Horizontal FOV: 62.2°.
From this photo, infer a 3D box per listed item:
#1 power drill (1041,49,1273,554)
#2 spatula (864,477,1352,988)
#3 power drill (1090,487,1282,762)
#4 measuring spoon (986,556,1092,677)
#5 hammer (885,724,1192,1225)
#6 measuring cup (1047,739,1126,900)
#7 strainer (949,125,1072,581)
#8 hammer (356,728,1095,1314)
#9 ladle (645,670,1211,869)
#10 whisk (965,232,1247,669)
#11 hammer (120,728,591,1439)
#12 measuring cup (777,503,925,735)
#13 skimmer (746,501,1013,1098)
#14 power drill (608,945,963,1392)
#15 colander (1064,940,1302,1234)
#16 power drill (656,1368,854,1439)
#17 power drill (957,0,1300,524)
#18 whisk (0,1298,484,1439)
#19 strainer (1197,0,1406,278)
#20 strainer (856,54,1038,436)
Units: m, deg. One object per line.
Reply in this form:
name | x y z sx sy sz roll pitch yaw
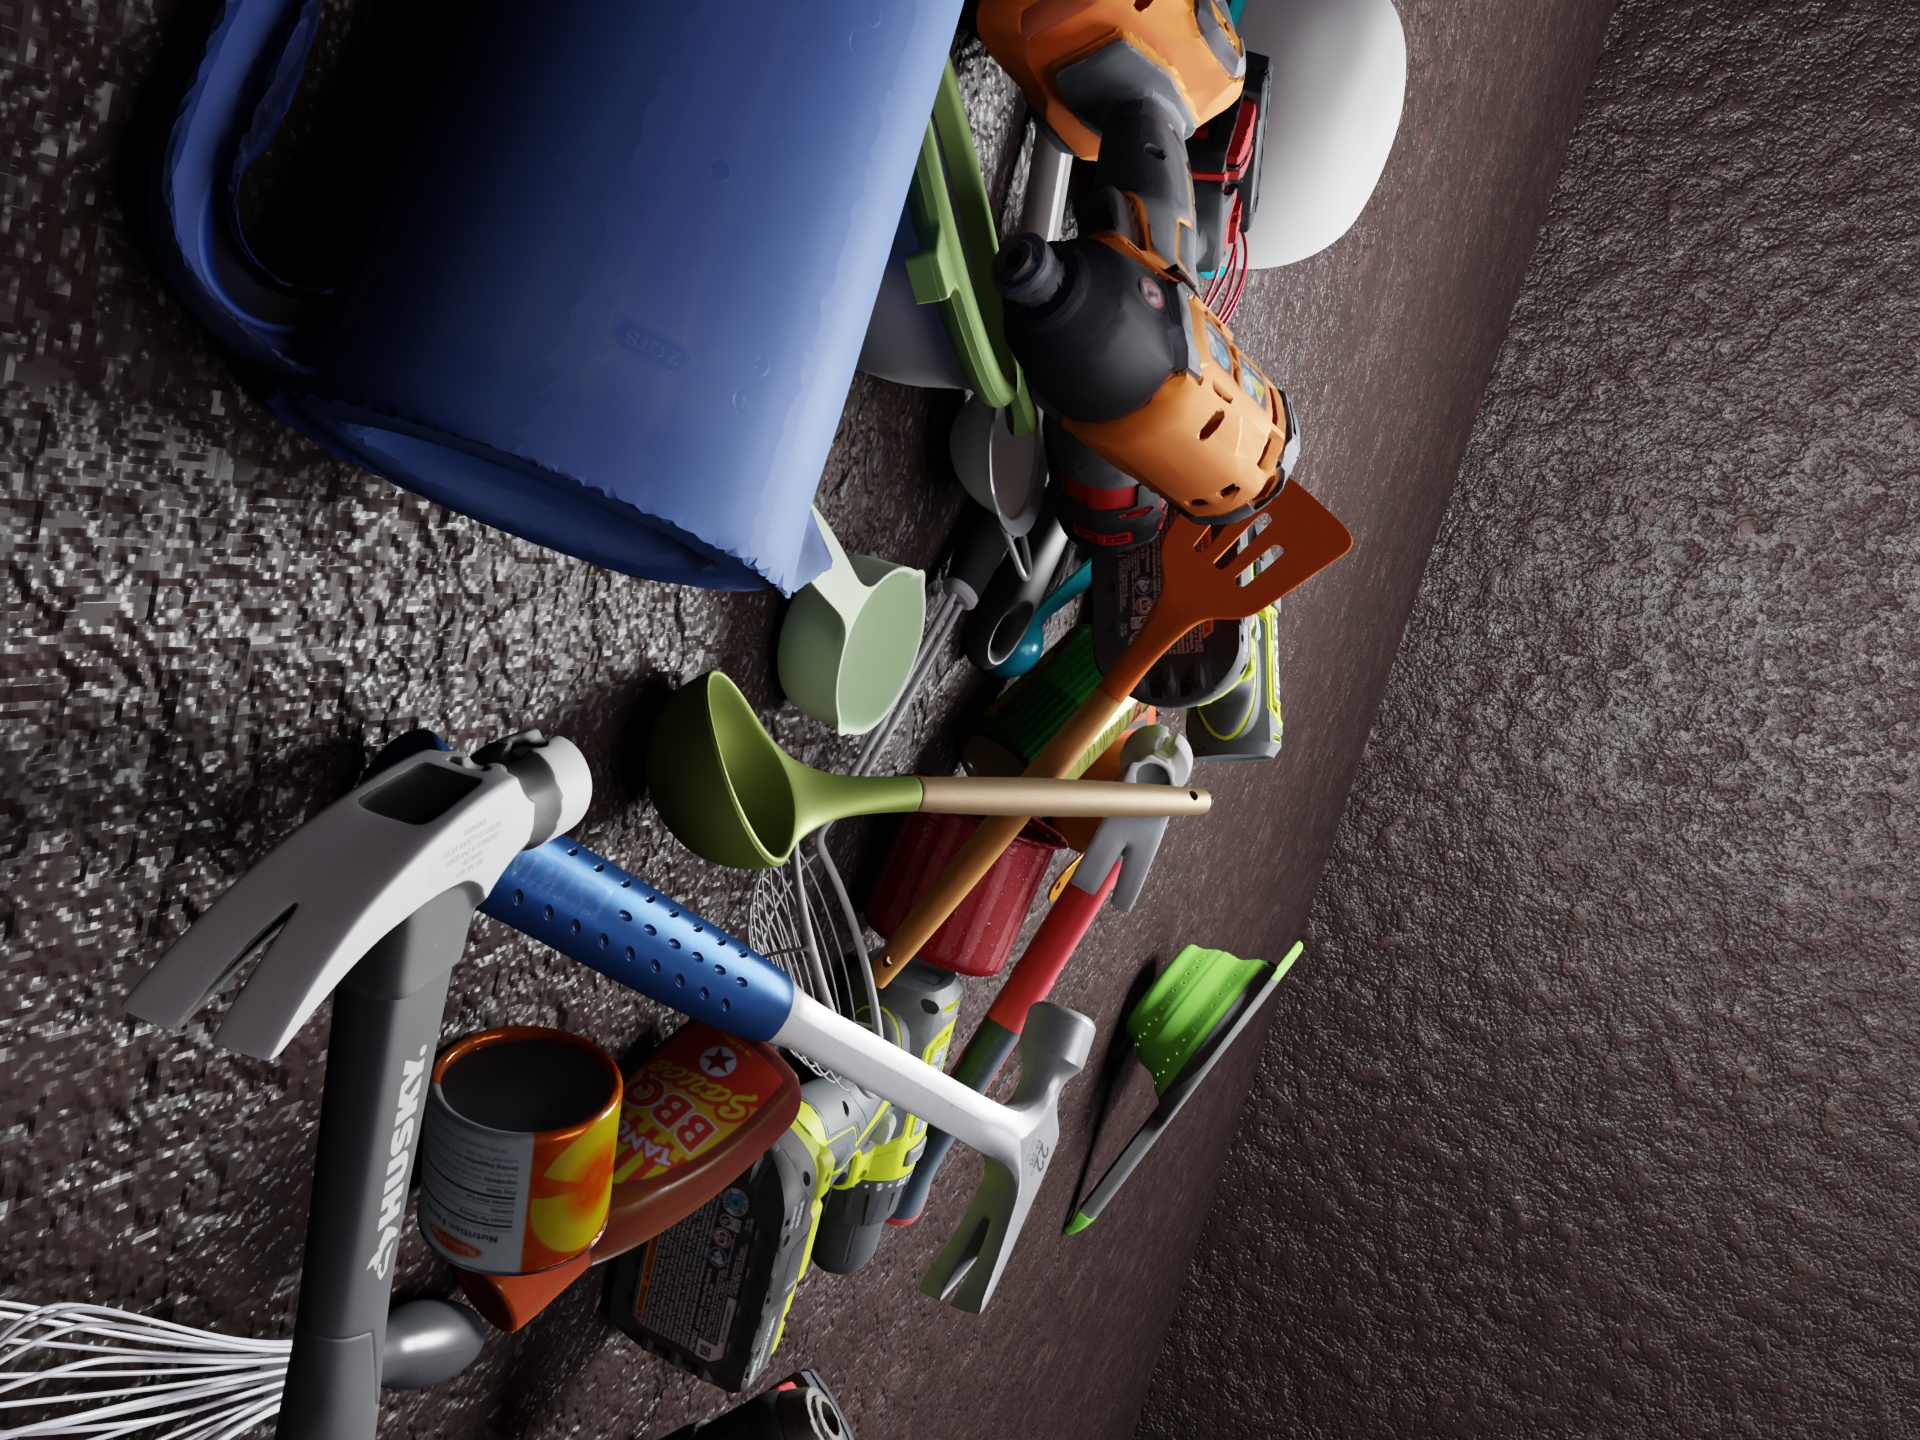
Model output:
power drill | 0.087 -0.202 0.749 0.143 0.078 0.220 72 31 -69
spatula | 0.060 0.007 0.782 0.322 0.081 0.041 -51 168 7
power drill | 0.139 -0.071 0.903 0.223 0.080 0.171 20 68 -70
measuring spoon | 0.065 -0.067 0.907 0.128 0.021 0.042 -41 152 -11
hammer | 0.022 0.179 0.903 0.386 0.038 0.143 -63 176 35
measuring cup | 0.080 0.071 1.096 0.173 0.052 0.095 -39 144 -51
strainer | 0.030 -0.196 0.741 0.087 0.050 0.258 -22 123 -68
hammer | -0.066 0.119 0.605 0.405 0.035 0.144 42 62 -48
ladle | 0.007 0.027 0.684 0.320 0.078 0.062 4 150 -40
whisk | 0.077 -0.160 0.869 0.296 0.073 0.073 -63 159 -2
hammer | -0.170 0.173 0.426 0.146 0.035 0.334 -44 149 -72
measuring cup | -0.060 -0.053 0.650 0.083 0.038 0.167 -64 157 -16
skimmer | -0.001 -0.002 0.764 0.363 0.090 0.127 -63 158 -19
power drill | -0.079 0.235 0.812 0.228 0.080 0.190 -24 130 -66
colander | 0.189 0.356 1.607 0.397 0.094 0.204 -57 164 20
power drill | -0.113 0.354 0.725 0.188 0.080 0.226 -31 157 4
power drill | 0.056 -0.201 0.591 0.164 0.084 0.227 23 56 -53
whisk | -0.214 0.197 0.471 0.284 0.070 0.070 56 56 -72
strainer | 0.191 -0.312 0.958 0.340 0.095 0.210 -66 159 -13
strainer | -0.019 -0.162 0.594 0.256 0.069 0.152 53 27 -72
